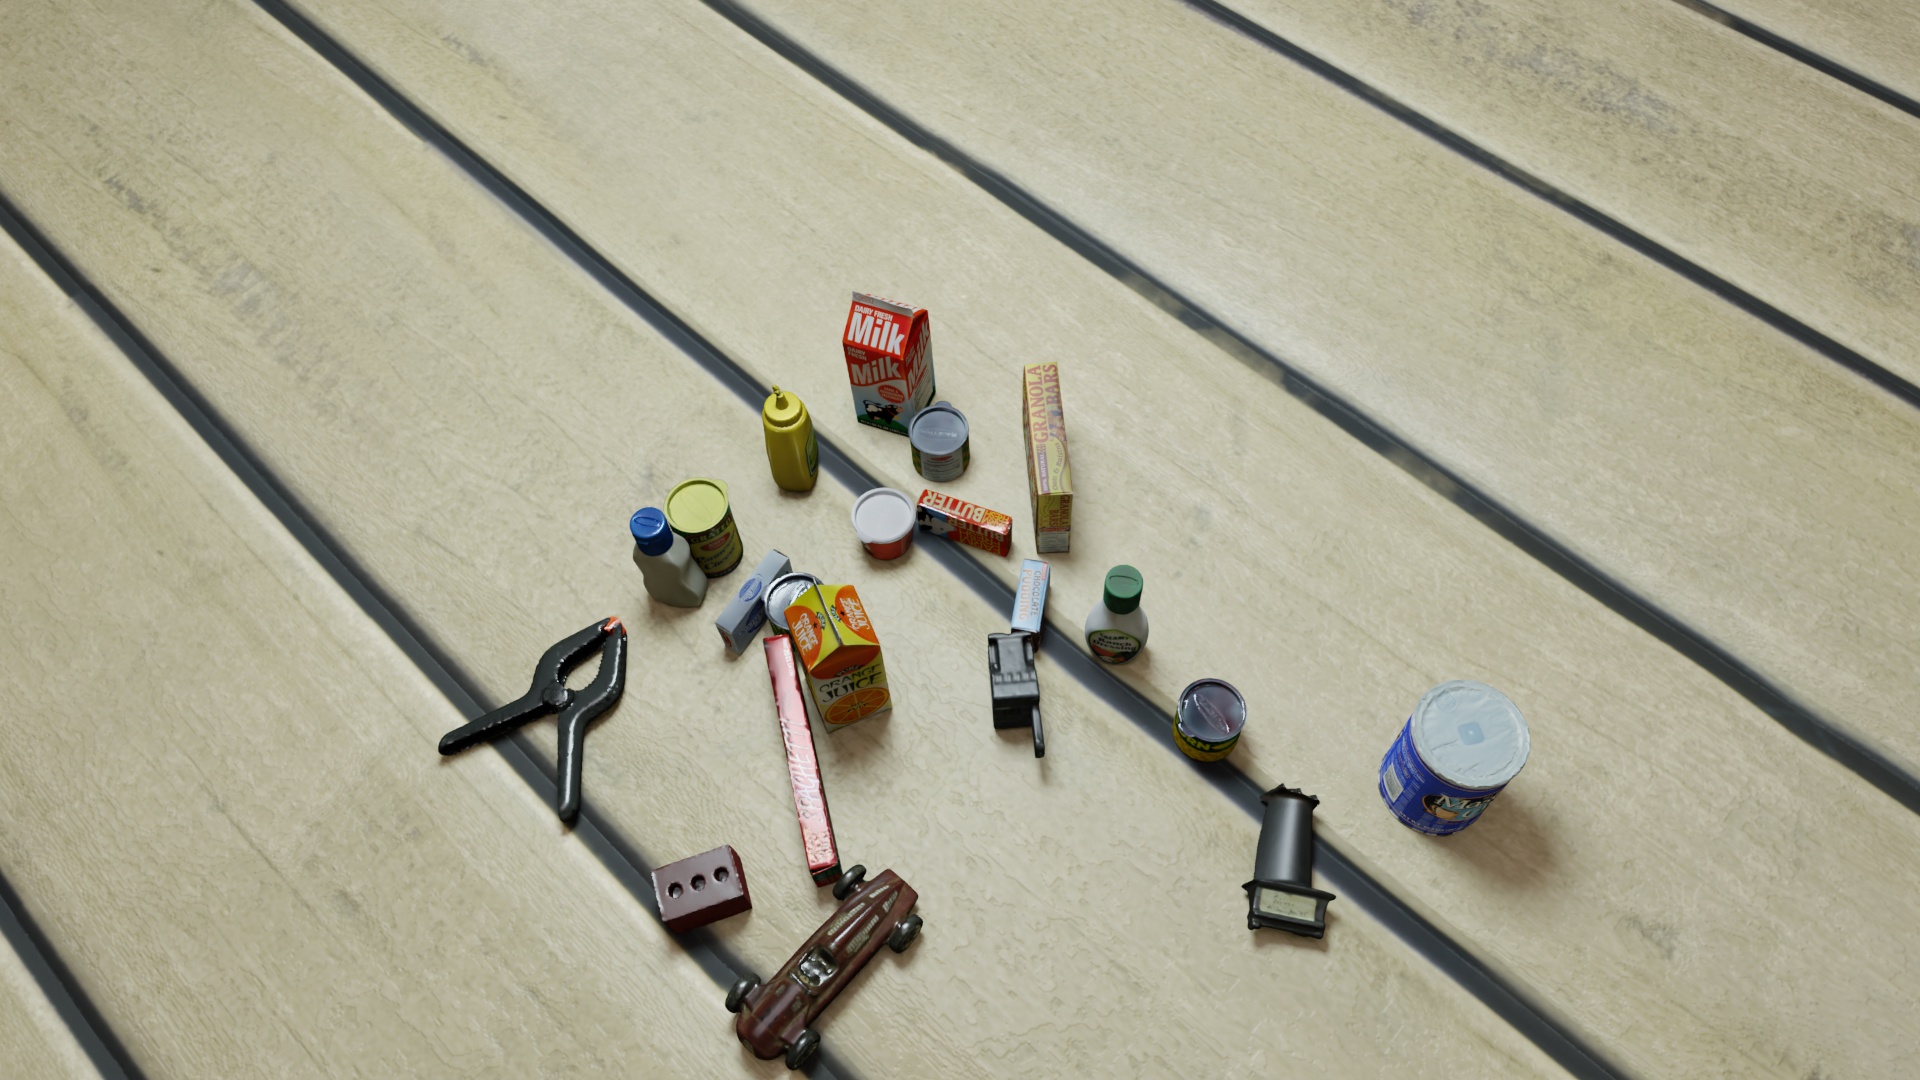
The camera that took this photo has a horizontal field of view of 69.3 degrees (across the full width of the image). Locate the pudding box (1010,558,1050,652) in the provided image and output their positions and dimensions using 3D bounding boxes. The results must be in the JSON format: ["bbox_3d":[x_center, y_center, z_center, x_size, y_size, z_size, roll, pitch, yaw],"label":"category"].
[{"bbox_3d":[0.073,0.067,1.431,0.030,0.049,0.084,8,61,7],"label":"pudding box"}]

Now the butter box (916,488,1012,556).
[{"bbox_3d":[0.005,-0.019,1.482,0.103,0.053,0.024,18,63,12],"label":"butter box"}]

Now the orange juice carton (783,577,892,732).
[{"bbox_3d":[-0.117,0.107,1.333,0.073,0.191,0.072,-21,62,-9],"label":"orange juice carton"}]

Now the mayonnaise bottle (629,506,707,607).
[{"bbox_3d":[-0.302,0.018,1.417,0.065,0.147,0.041,10,61,8],"label":"mayonnaise bottle"}]

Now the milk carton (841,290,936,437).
[{"bbox_3d":[-0.077,-0.200,1.511,0.072,0.189,0.074,18,63,12],"label":"milk carton"}]

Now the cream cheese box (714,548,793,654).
[{"bbox_3d":[-0.212,0.063,1.442,0.024,0.053,0.104,27,64,16],"label":"cream cheese box"}]

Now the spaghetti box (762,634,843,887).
[{"bbox_3d":[-0.155,0.211,1.356,0.029,0.050,0.251,-14,60,-5],"label":"spaghetti box"}]

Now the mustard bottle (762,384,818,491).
[{"bbox_3d":[-0.183,-0.114,1.483,0.049,0.159,0.065,3,60,4],"label":"mustard bottle"}]

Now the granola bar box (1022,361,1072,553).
[{"bbox_3d":[0.091,-0.087,1.477,0.039,0.123,0.166,-4,60,0],"label":"granola bar box"}]

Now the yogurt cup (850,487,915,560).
[{"bbox_3d":[-0.081,-0.015,1.482,0.072,0.053,0.073,-1,60,2],"label":"yogurt cup"}]

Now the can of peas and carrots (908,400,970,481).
[{"bbox_3d":[-0.023,-0.109,1.532,0.071,0.058,0.071,-1,60,2],"label":"can of peas and carrots"}]

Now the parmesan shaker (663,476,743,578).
[{"bbox_3d":[-0.266,-0.013,1.460,0.071,0.102,0.071,-1,60,2],"label":"parmesan shaker"}]

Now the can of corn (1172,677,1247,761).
[{"bbox_3d":[0.240,0.177,1.356,0.071,0.058,0.071,-1,60,2],"label":"can of corn"}]

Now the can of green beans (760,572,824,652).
[{"bbox_3d":[-0.165,0.075,1.431,0.071,0.057,0.071,-1,60,2],"label":"can of green beans"}]

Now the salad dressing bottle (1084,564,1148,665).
[{"bbox_3d":[0.156,0.073,1.368,0.064,0.147,0.044,10,61,8],"label":"salad dressing bottle"}]
